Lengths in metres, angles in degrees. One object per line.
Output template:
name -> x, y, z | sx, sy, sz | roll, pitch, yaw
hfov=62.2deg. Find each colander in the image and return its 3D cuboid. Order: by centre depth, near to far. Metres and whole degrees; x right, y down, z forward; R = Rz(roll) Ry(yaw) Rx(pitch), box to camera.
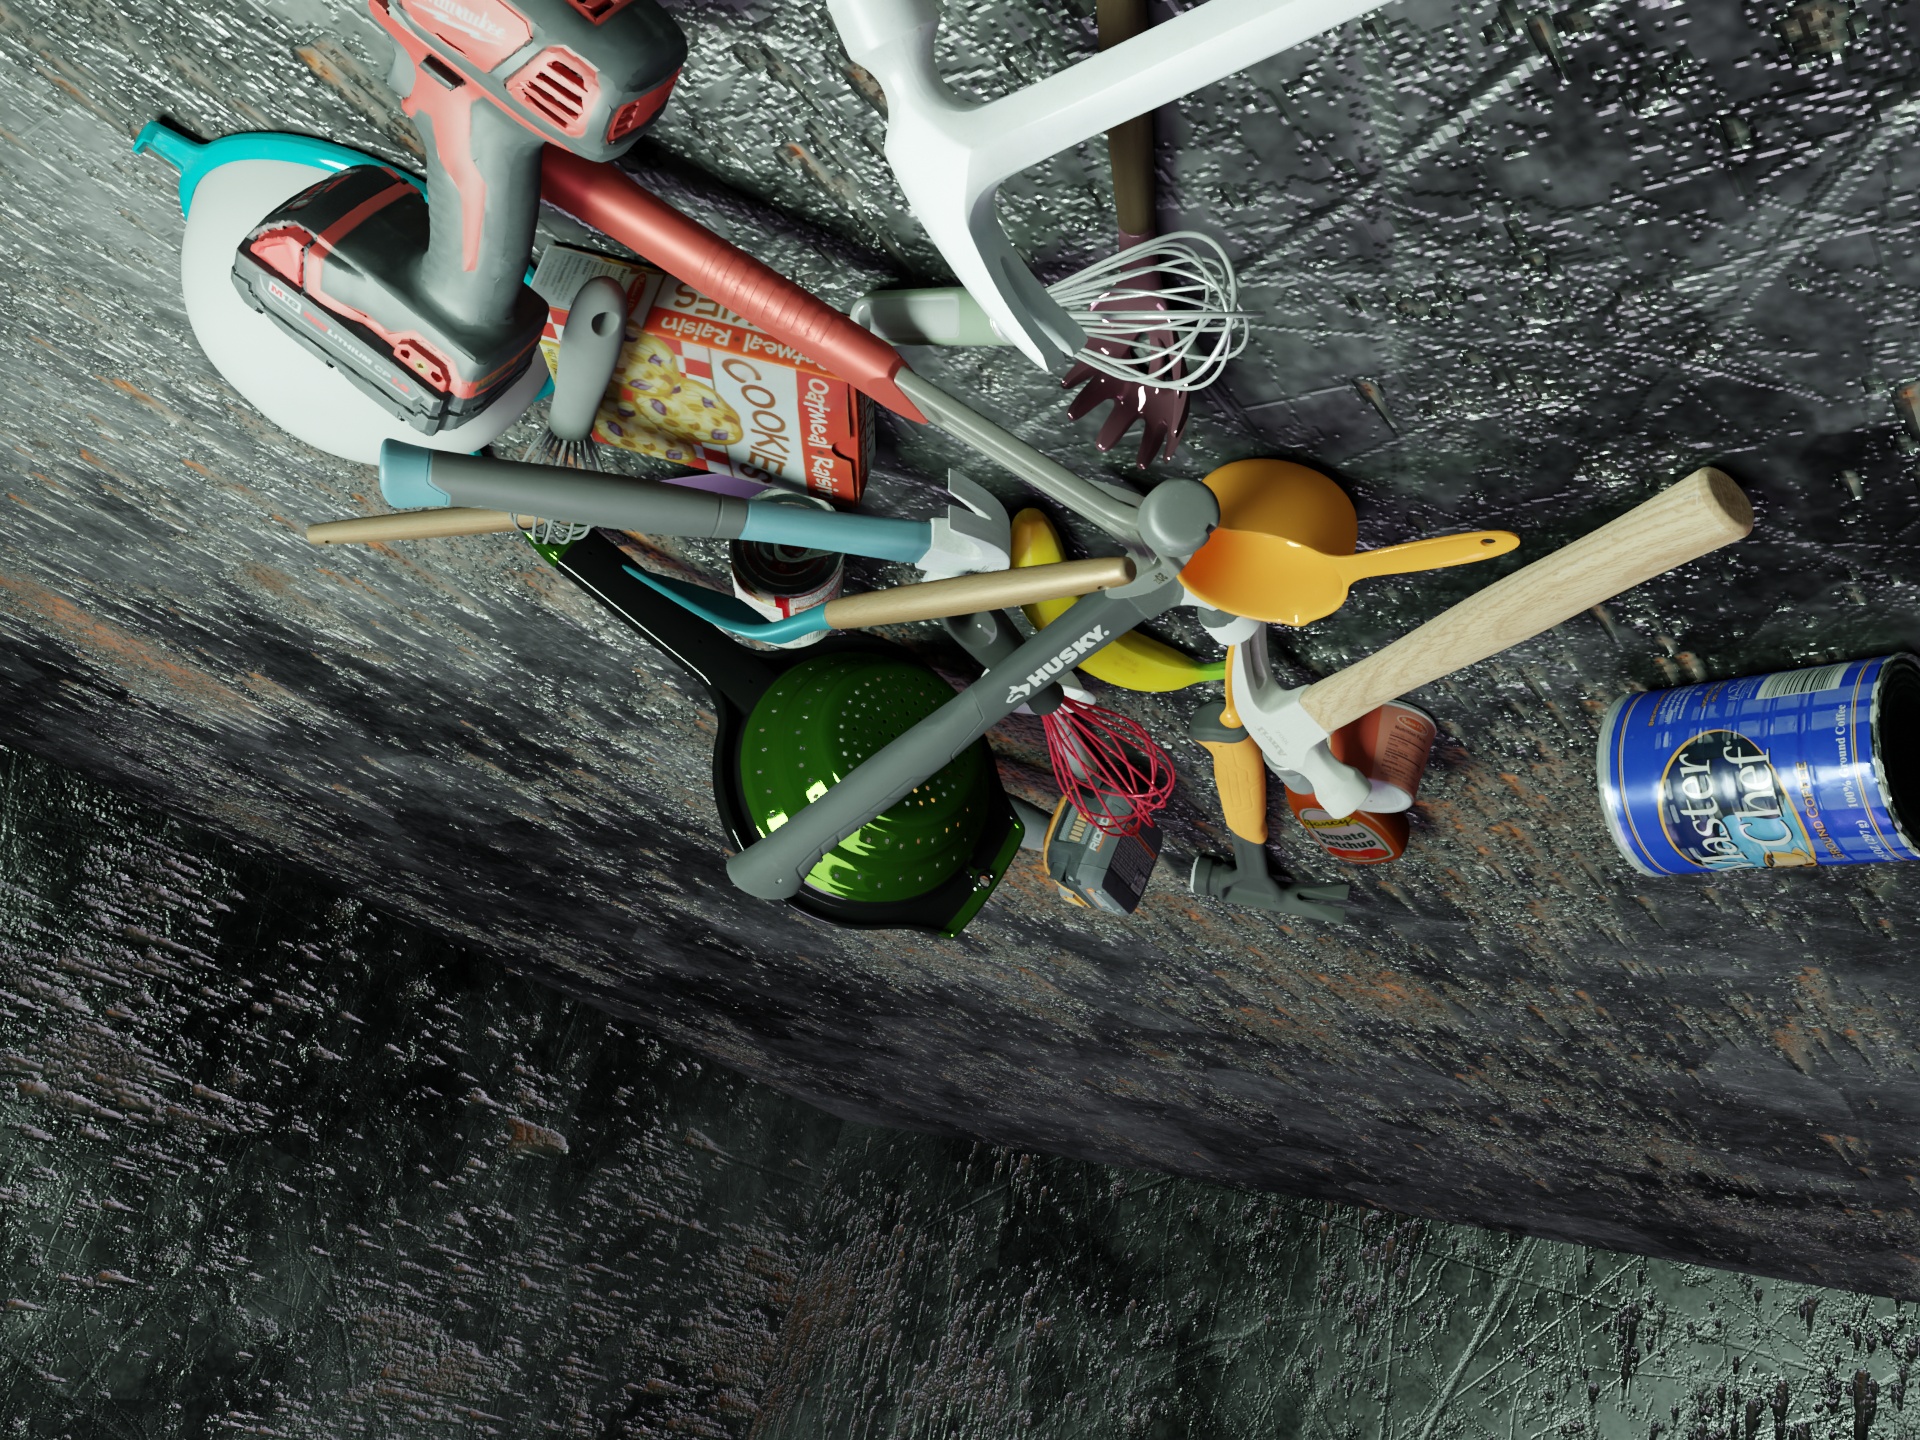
colander -> -0.115, -0.024, 1.028 | 0.397, 0.204, 0.094 | 39, 150, -5

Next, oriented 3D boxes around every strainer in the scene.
strainer -> -0.321, -0.172, 0.893 | 0.211, 0.095, 0.340 | 15, 157, 5
strainer -> 0.065, -0.001, 1.101 | 0.087, 0.050, 0.258 | 0, 160, 17

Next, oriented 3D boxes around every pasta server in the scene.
pasta server -> 0.063, -0.206, 0.612 | 0.060, 0.040, 0.316 | 29, 162, 21

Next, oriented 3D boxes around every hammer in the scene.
hammer -> 0.146, -0.217, 0.441 | 0.405, 0.035, 0.144 | -11, 113, 36
hammer -> -0.054, -0.165, 0.709 | 0.359, 0.037, 0.149 | 31, 174, -4
hammer -> 0.258, -0.045, 0.826 | 0.130, 0.031, 0.331 | 45, 147, -5
hammer -> -0.128, -0.106, 0.829 | 0.331, 0.033, 0.128 | 5, 163, -20
hammer -> -0.001, -0.003, 0.890 | 0.334, 0.035, 0.146 | -37, 133, 16
hammer -> 0.218, 0.072, 1.172 | 0.127, 0.034, 0.336 | 10, 157, 19

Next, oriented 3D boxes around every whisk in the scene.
whisk -> 0.027, -0.167, 0.657 | 0.059, 0.057, 0.246 | -12, -162, -35
whisk -> -0.196, -0.152, 0.813 | 0.055, 0.055, 0.239 | 22, 154, -12
whisk -> 0.060, -0.004, 0.972 | 0.073, 0.073, 0.295 | 2, 154, 32

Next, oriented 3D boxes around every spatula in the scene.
spatula -> -0.045, -0.067, 0.792 | 0.317, 0.044, 0.082 | -4, 167, 41
spatula -> -0.248, -0.125, 0.965 | 0.316, 0.018, 0.059 | -4, 159, 9

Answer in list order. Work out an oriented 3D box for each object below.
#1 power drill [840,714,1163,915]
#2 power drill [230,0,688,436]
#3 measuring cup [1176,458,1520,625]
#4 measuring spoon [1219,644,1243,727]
power drill -> 0.022, 0.061, 1.186 | 0.226, 0.084, 0.185 | 19, 168, 25
power drill -> -0.221, -0.240, 0.619 | 0.188, 0.080, 0.226 | 38, 140, -7
measuring cup -> 0.187, -0.095, 0.772 | 0.174, 0.052, 0.095 | -5, 150, 39
measuring spoon -> 0.173, -0.026, 0.973 | 0.021, 0.011, 0.116 | -22, 150, -8
